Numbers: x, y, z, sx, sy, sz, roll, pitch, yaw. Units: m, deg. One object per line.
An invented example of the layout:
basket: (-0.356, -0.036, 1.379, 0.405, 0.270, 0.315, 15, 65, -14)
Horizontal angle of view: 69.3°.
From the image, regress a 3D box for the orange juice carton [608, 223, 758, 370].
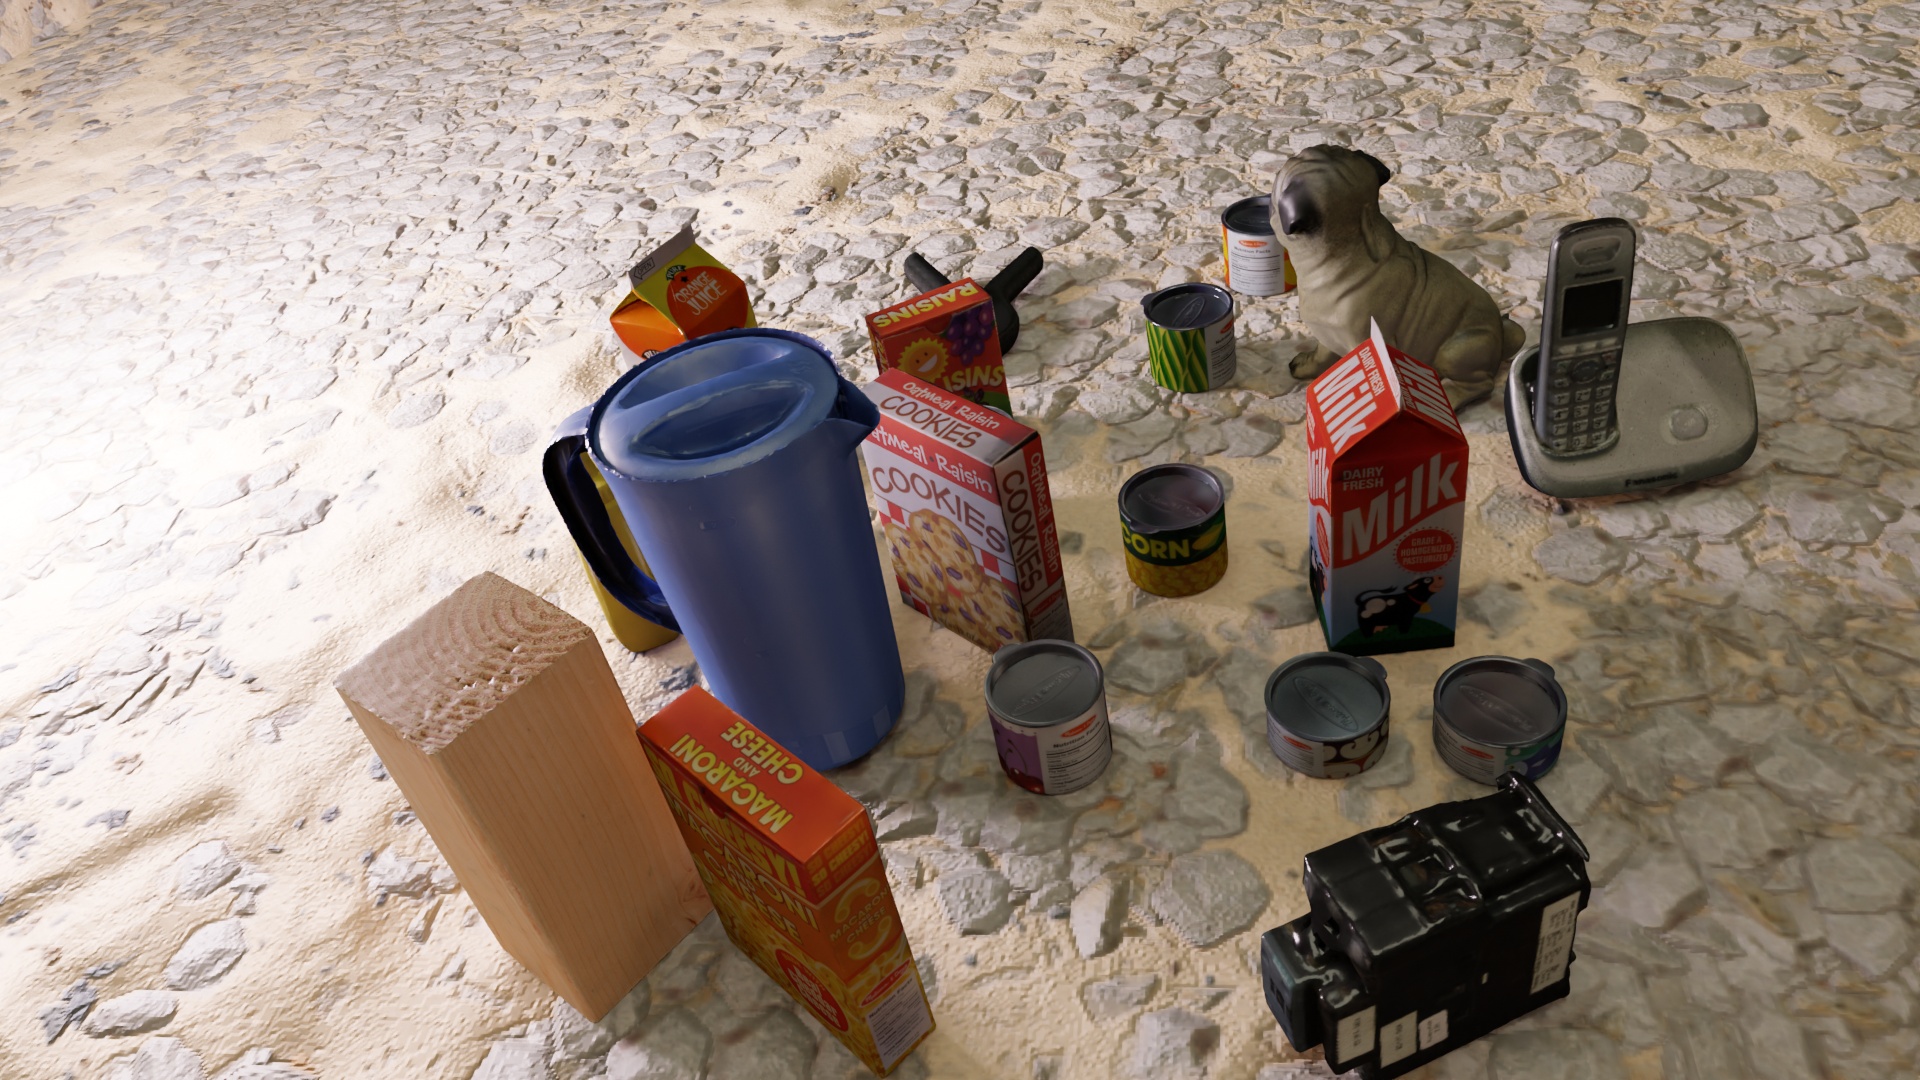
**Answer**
orange juice carton: (-0.189, -0.128, 1.003, 0.073, 0.191, 0.072, 14, 46, 29)

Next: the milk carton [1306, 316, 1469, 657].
milk carton: (0.235, -0.027, 0.772, 0.073, 0.189, 0.073, -7, 39, 6)

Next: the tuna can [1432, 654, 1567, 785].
tuna can: (0.287, 0.094, 0.738, 0.071, 0.032, 0.071, -7, 39, 6)

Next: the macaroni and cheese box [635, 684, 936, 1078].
macaroni and cheese box: (-0.080, 0.160, 0.648, 0.124, 0.165, 0.040, 27, 53, 38)

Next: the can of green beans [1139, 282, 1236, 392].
can of green beans: (0.173, -0.153, 1.045, 0.071, 0.057, 0.071, -7, 39, 6)

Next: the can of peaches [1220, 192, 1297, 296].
can of peaches: (0.248, -0.241, 1.133, 0.071, 0.057, 0.071, -7, 39, 6)

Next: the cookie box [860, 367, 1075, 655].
cookie box: (0.003, -0.010, 0.832, 0.040, 0.166, 0.123, -38, 45, -28)

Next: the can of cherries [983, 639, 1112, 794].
can of cherries: (0.049, 0.097, 0.776, 0.071, 0.058, 0.072, -7, 39, 6)

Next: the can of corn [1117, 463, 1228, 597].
can of corn: (0.134, -0.005, 0.877, 0.071, 0.058, 0.071, -7, 39, 6)

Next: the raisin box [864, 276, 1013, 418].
raisin box: (-0.013, -0.116, 0.999, 0.086, 0.122, 0.040, -22, 40, -12)

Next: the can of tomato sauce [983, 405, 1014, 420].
can of tomato sauce: (0.013, -0.038, 0.929, 0.071, 0.082, 0.071, -7, 39, 6)

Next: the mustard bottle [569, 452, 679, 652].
mustard bottle: (-0.221, -0.002, 0.886, 0.049, 0.159, 0.065, -17, 39, -6)

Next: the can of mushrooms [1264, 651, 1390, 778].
can of mushrooms: (0.202, 0.094, 0.759, 0.071, 0.033, 0.071, -7, 39, 6)
